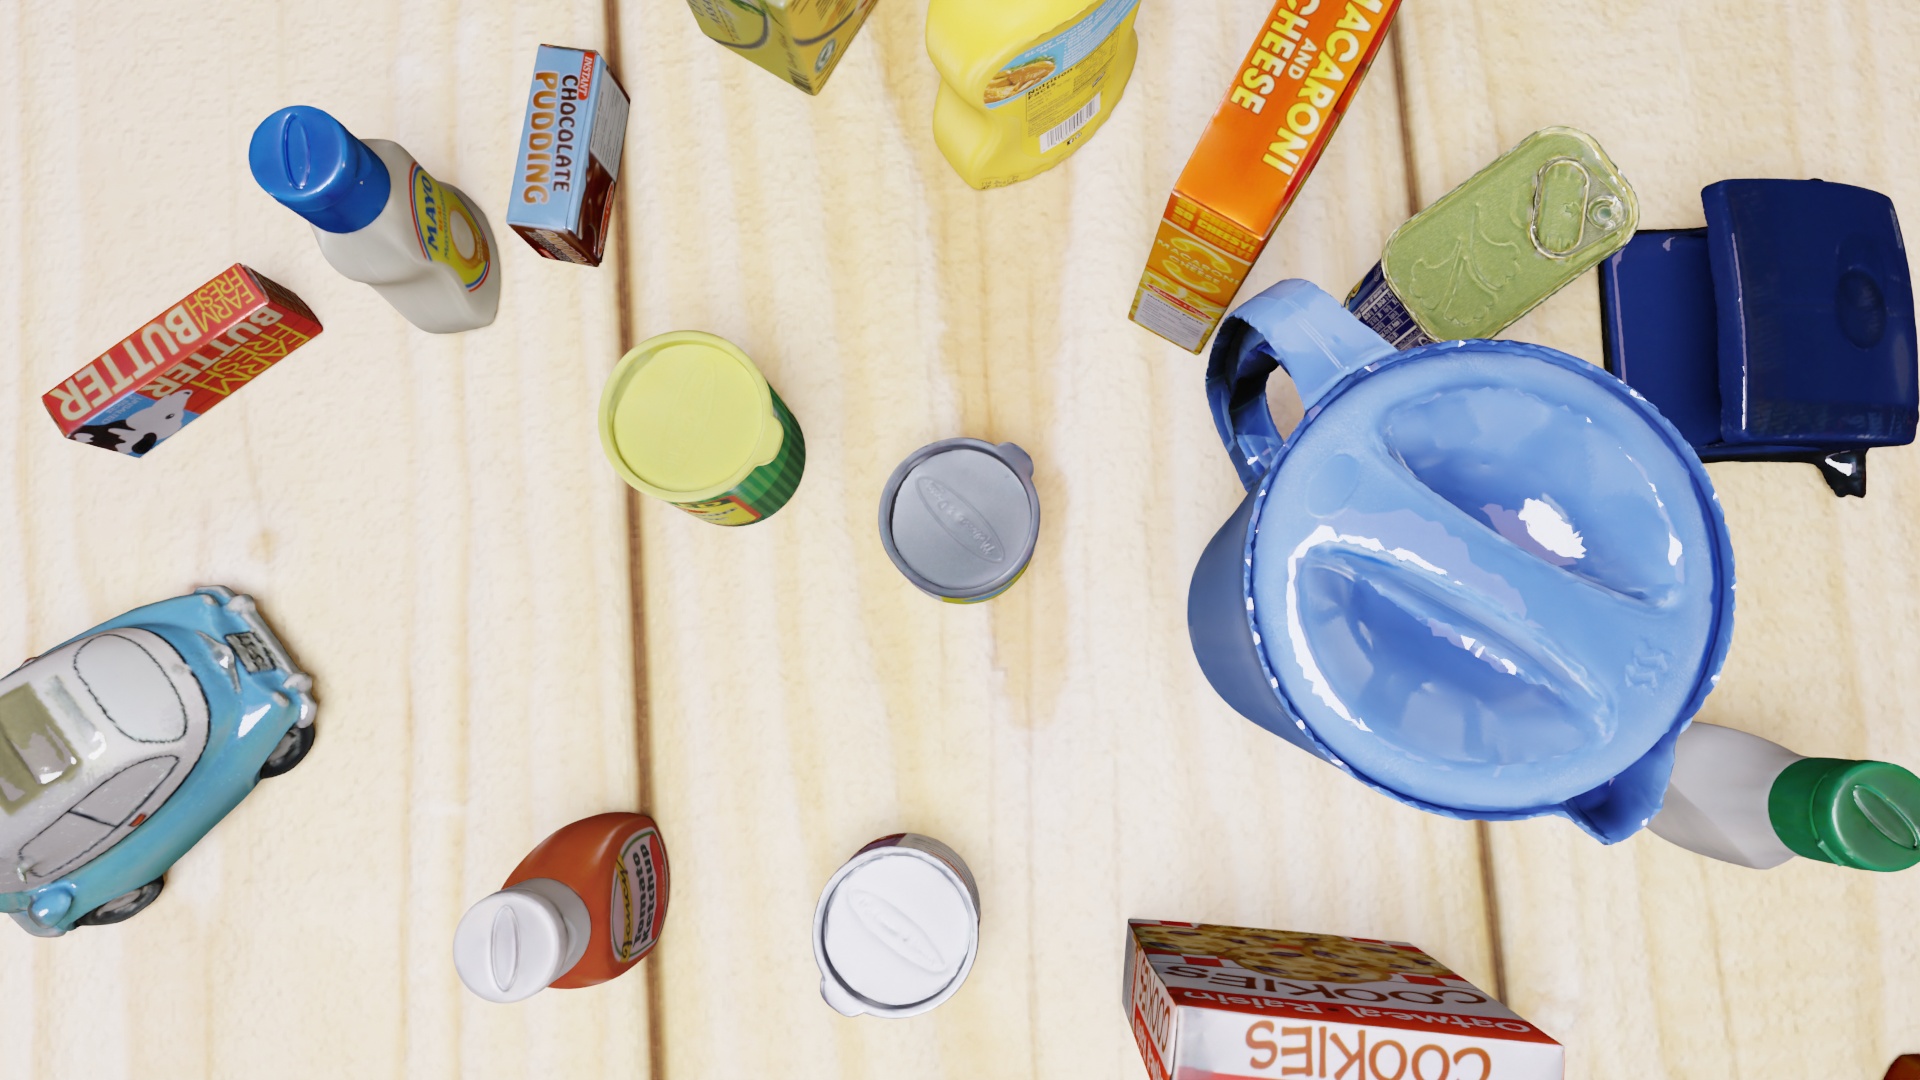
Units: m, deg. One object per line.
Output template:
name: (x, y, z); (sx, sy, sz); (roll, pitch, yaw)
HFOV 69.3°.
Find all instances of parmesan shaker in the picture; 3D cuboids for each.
parmesan shaker: (-0.100, -0.041, 0.574); (0.071, 0.103, 0.071); (0, 84, 2)

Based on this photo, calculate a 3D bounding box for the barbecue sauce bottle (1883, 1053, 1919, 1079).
barbecue sauce bottle: (0.411, 0.232, 0.508); (0.065, 0.148, 0.043); (23, 86, 4)

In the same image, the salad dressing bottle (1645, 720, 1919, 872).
salad dressing bottle: (0.304, 0.098, 0.526); (0.044, 0.147, 0.064); (-44, 85, -3)

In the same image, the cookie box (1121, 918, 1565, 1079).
cookie box: (0.128, 0.178, 0.512); (0.123, 0.167, 0.040); (5, 85, 2)

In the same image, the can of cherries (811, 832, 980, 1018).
can of cherries: (-0.027, 0.158, 0.573); (0.071, 0.058, 0.071); (0, 84, 1)

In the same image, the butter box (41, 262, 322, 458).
butter box: (-0.339, -0.078, 0.609); (0.103, 0.053, 0.024); (-36, 84, -2)

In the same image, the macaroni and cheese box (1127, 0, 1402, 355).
macaroni and cheese box: (0.119, -0.152, 0.549); (0.040, 0.166, 0.124); (29, 86, 4)

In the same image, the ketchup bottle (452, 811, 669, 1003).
ketchup bottle: (-0.149, 0.142, 0.532); (0.043, 0.148, 0.065); (-2, 84, 1)

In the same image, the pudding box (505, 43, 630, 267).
pudding box: (-0.173, -0.170, 0.616); (0.030, 0.049, 0.084); (8, 84, 2)

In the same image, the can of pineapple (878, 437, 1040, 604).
can of pineapple: (0.002, -0.007, 0.590); (0.071, 0.058, 0.071); (0, 84, 1)

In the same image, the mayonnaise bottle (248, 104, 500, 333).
mayonnaise bottle: (-0.232, -0.130, 0.564); (0.041, 0.148, 0.065); (-8, 84, 1)
